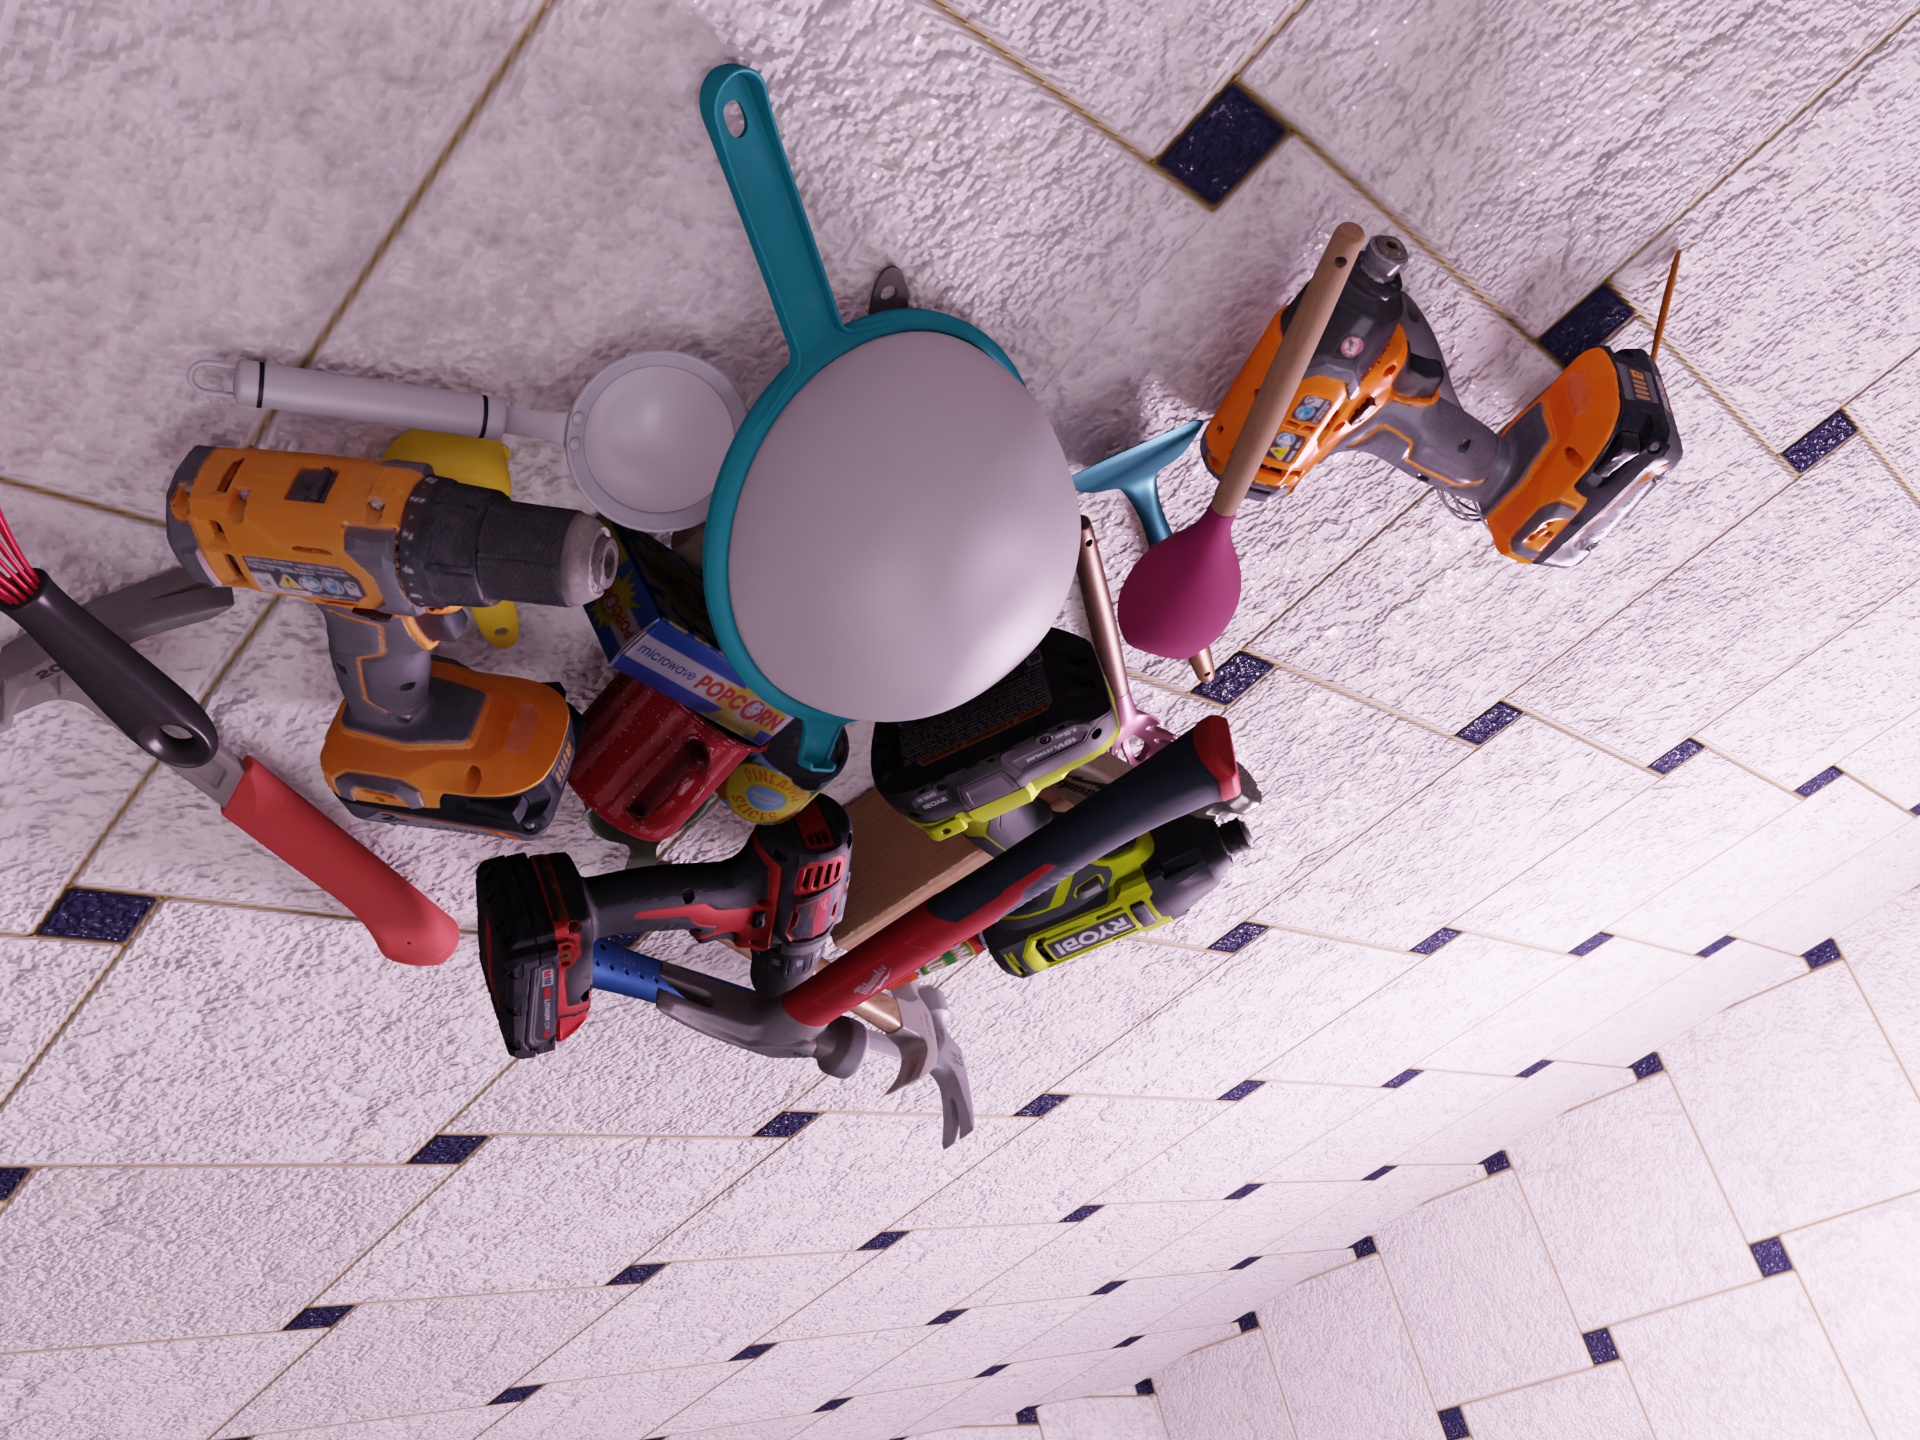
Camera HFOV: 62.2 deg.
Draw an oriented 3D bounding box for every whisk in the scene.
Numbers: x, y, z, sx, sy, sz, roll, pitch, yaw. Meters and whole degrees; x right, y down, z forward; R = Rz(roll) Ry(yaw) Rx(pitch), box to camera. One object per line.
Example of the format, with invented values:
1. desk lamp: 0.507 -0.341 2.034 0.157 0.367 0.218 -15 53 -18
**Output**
1. whisk: 0.291 -0.182 0.948 0.055 0.055 0.238 -33 142 15
2. whisk: -0.391 -0.065 0.640 0.073 0.073 0.295 -23 143 -2

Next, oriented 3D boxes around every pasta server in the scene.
1. pasta server: 0.106 -0.031 1.054 0.060 0.040 0.315 -36 148 -9

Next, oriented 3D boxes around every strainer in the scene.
1. strainer: -0.027 -0.125 0.715 0.211 0.095 0.340 -41 138 -21
2. strainer: -0.200 -0.135 0.705 0.258 0.050 0.086 4 115 -27

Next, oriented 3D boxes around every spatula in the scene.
1. spatula: 0.129 -0.091 0.975 0.082 0.044 0.317 -24 149 6

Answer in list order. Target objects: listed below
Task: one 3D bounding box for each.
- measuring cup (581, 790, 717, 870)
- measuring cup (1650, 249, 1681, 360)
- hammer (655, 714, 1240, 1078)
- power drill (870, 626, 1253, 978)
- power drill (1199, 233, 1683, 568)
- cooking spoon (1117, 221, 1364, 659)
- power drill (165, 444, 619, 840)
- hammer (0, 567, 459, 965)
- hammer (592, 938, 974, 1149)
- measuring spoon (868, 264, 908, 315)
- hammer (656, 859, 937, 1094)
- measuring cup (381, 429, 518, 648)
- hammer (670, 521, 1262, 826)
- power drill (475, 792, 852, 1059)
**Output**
1. measuring cup: -0.202 0.065 0.997 0.083 0.038 0.167 -8 147 -23
2. measuring cup: 0.393 -0.204 0.976 0.095 0.052 0.173 -39 141 -55
3. hammer: -0.009 0.097 0.863 0.143 0.038 0.386 27 134 -30
4. power drill: 0.061 0.053 0.914 0.171 0.080 0.223 -24 136 12
5. power drill: 0.264 -0.171 0.855 0.226 0.084 0.164 12 144 -12
6. cooking spoon: 0.149 -0.132 0.851 0.068 0.017 0.318 15 142 -2
7. power drill: -0.237 -0.032 0.741 0.185 0.084 0.226 7 145 6
8. hammer: -0.365 0.049 0.869 0.149 0.037 0.358 -24 147 0
9. hammer: -0.132 0.233 1.221 0.035 0.144 0.405 -40 138 23
10. measuring spoon: -0.041 -0.171 0.782 0.034 0.018 0.124 -15 140 -22
11. hammer: -0.115 0.184 1.175 0.031 0.130 0.331 -32 139 16
12. measuring cup: -0.235 -0.078 0.771 0.062 0.029 0.156 -16 144 -12
13. hammer: -0.001 -0.003 0.923 0.410 0.038 0.146 32 118 -34
14. power drill: -0.180 0.138 1.001 0.226 0.080 0.187 -12 140 -24
